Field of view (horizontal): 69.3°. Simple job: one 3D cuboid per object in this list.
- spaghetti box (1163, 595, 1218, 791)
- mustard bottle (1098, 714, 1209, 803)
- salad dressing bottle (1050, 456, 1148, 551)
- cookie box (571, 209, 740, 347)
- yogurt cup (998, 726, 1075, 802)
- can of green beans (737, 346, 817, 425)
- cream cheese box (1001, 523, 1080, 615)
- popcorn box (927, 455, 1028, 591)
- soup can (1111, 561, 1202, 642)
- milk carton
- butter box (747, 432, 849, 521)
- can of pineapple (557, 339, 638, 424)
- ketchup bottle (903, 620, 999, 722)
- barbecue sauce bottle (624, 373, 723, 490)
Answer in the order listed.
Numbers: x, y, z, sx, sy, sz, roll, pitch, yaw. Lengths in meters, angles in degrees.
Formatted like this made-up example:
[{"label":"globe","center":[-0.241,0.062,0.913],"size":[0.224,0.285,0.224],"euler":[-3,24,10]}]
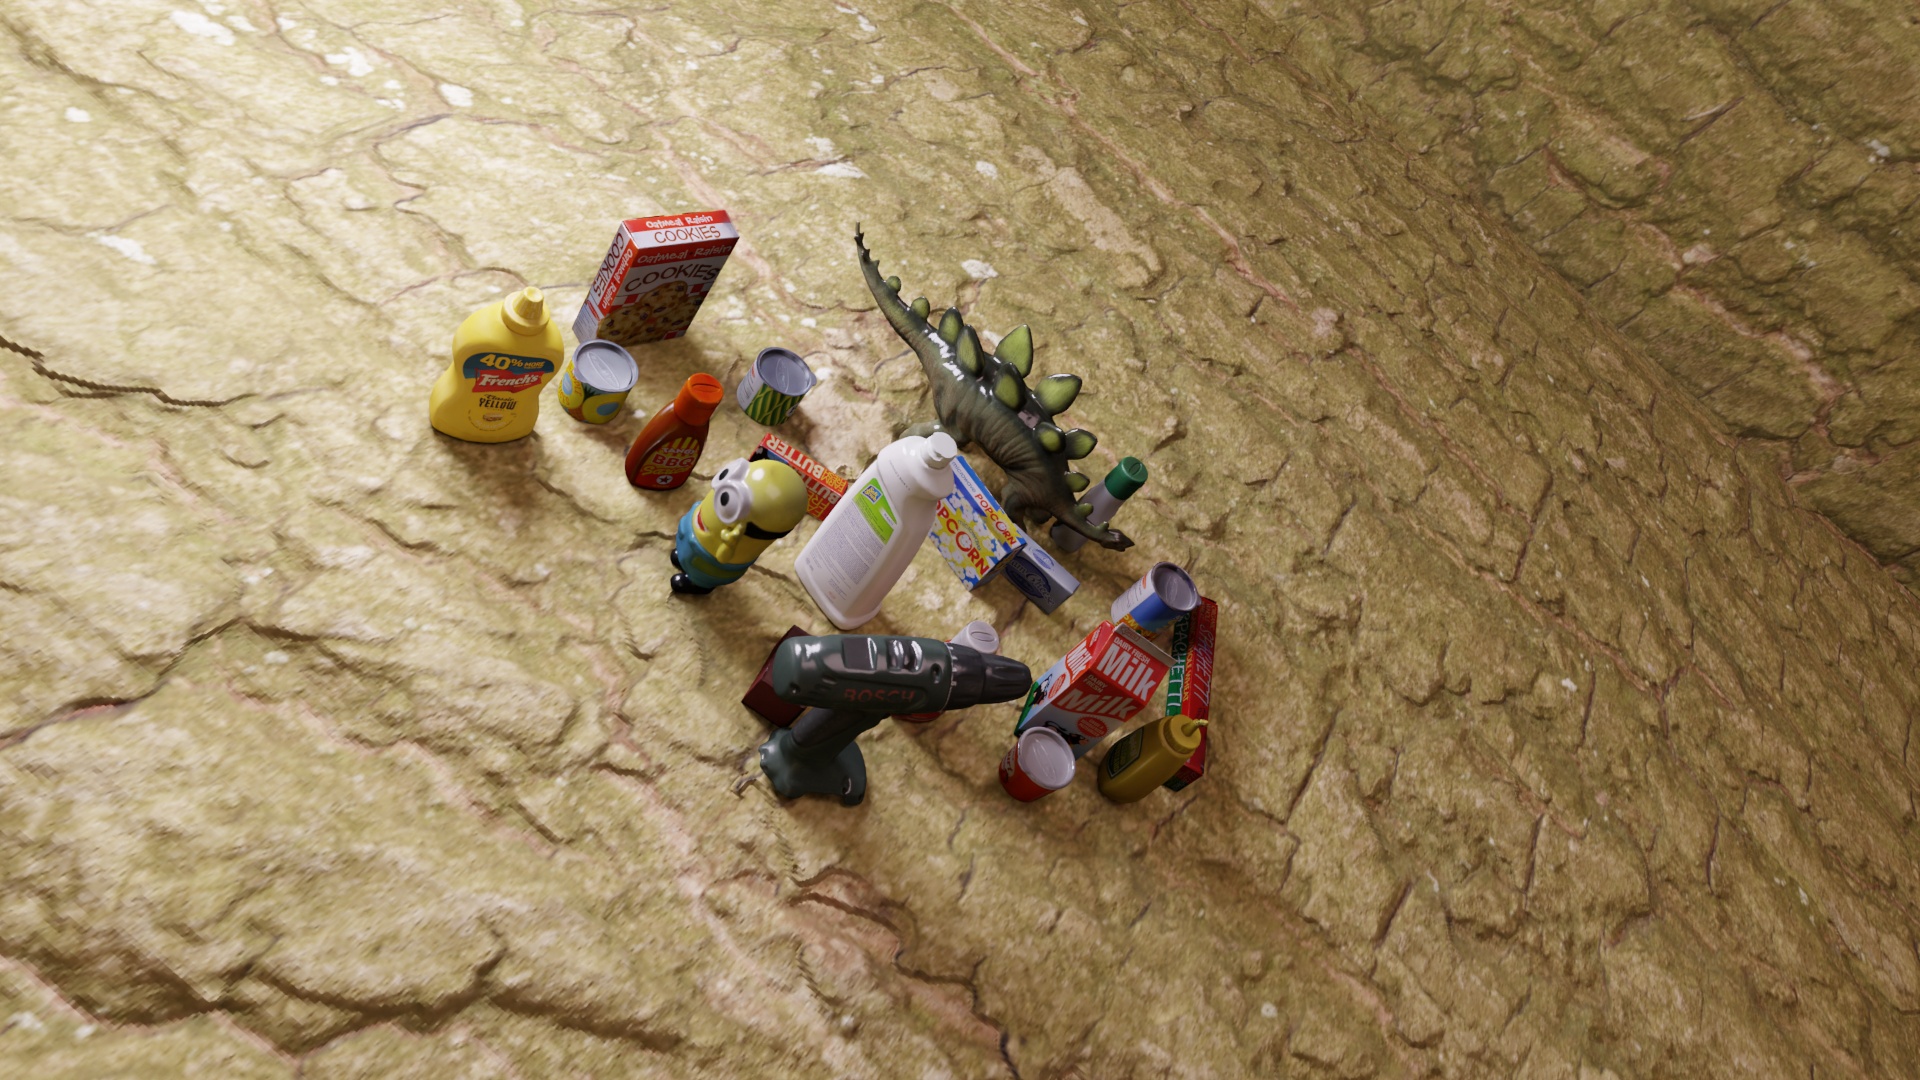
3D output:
[{"label":"spaghetti box","center":[0.262,0.170,1.590],"size":[0.028,0.050,0.251],"euler":[28,46,-15]},{"label":"mustard bottle","center":[0.203,0.216,1.435],"size":[0.049,0.159,0.066],"euler":[28,46,-16]},{"label":"salad dressing bottle","center":[0.161,-0.042,1.610],"size":[0.044,0.147,0.064],"euler":[45,44,2]},{"label":"cookie box","center":[-0.316,-0.268,1.432],"size":[0.123,0.166,0.040],"euler":[-20,71,-42]},{"label":"yogurt cup","center":[0.075,0.231,1.411],"size":[0.072,0.053,0.073],"euler":[19,49,-23]},{"label":"can of green beans","center":[-0.203,-0.167,1.514],"size":[0.071,0.057,0.071],"euler":[19,49,-23]},{"label":"cream cheese box","center":[0.080,0.033,1.563],"size":[0.104,0.053,0.024],"euler":[42,44,-1]},{"label":"popcorn box","center":[0.005,-0.019,1.528],"size":[0.038,0.084,0.127],"euler":[-26,75,-44]},{"label":"soup can","center":[0.227,0.075,1.612],"size":[0.071,0.083,0.072],"euler":[19,49,-23]},{"label":"milk carton","center":[0.139,0.149,1.419],"size":[0.072,0.189,0.074],"euler":[34,45,-9]},{"label":"butter box","center":[-0.174,-0.066,1.461],"size":[0.103,0.053,0.024],"euler":[32,45,-11]},{"label":"can of pineapple","center":[-0.366,-0.159,1.393],"size":[0.071,0.057,0.071],"euler":[19,49,-23]},{"label":"ketchup bottle","center":[-0.015,0.128,1.357],"size":[0.065,0.148,0.044],"euler":[11,52,-28]},{"label":"barbecue sauce bottle","center":[-0.275,-0.105,1.352],"size":[0.065,0.147,0.044],"euler":[2,57,-34]}]
